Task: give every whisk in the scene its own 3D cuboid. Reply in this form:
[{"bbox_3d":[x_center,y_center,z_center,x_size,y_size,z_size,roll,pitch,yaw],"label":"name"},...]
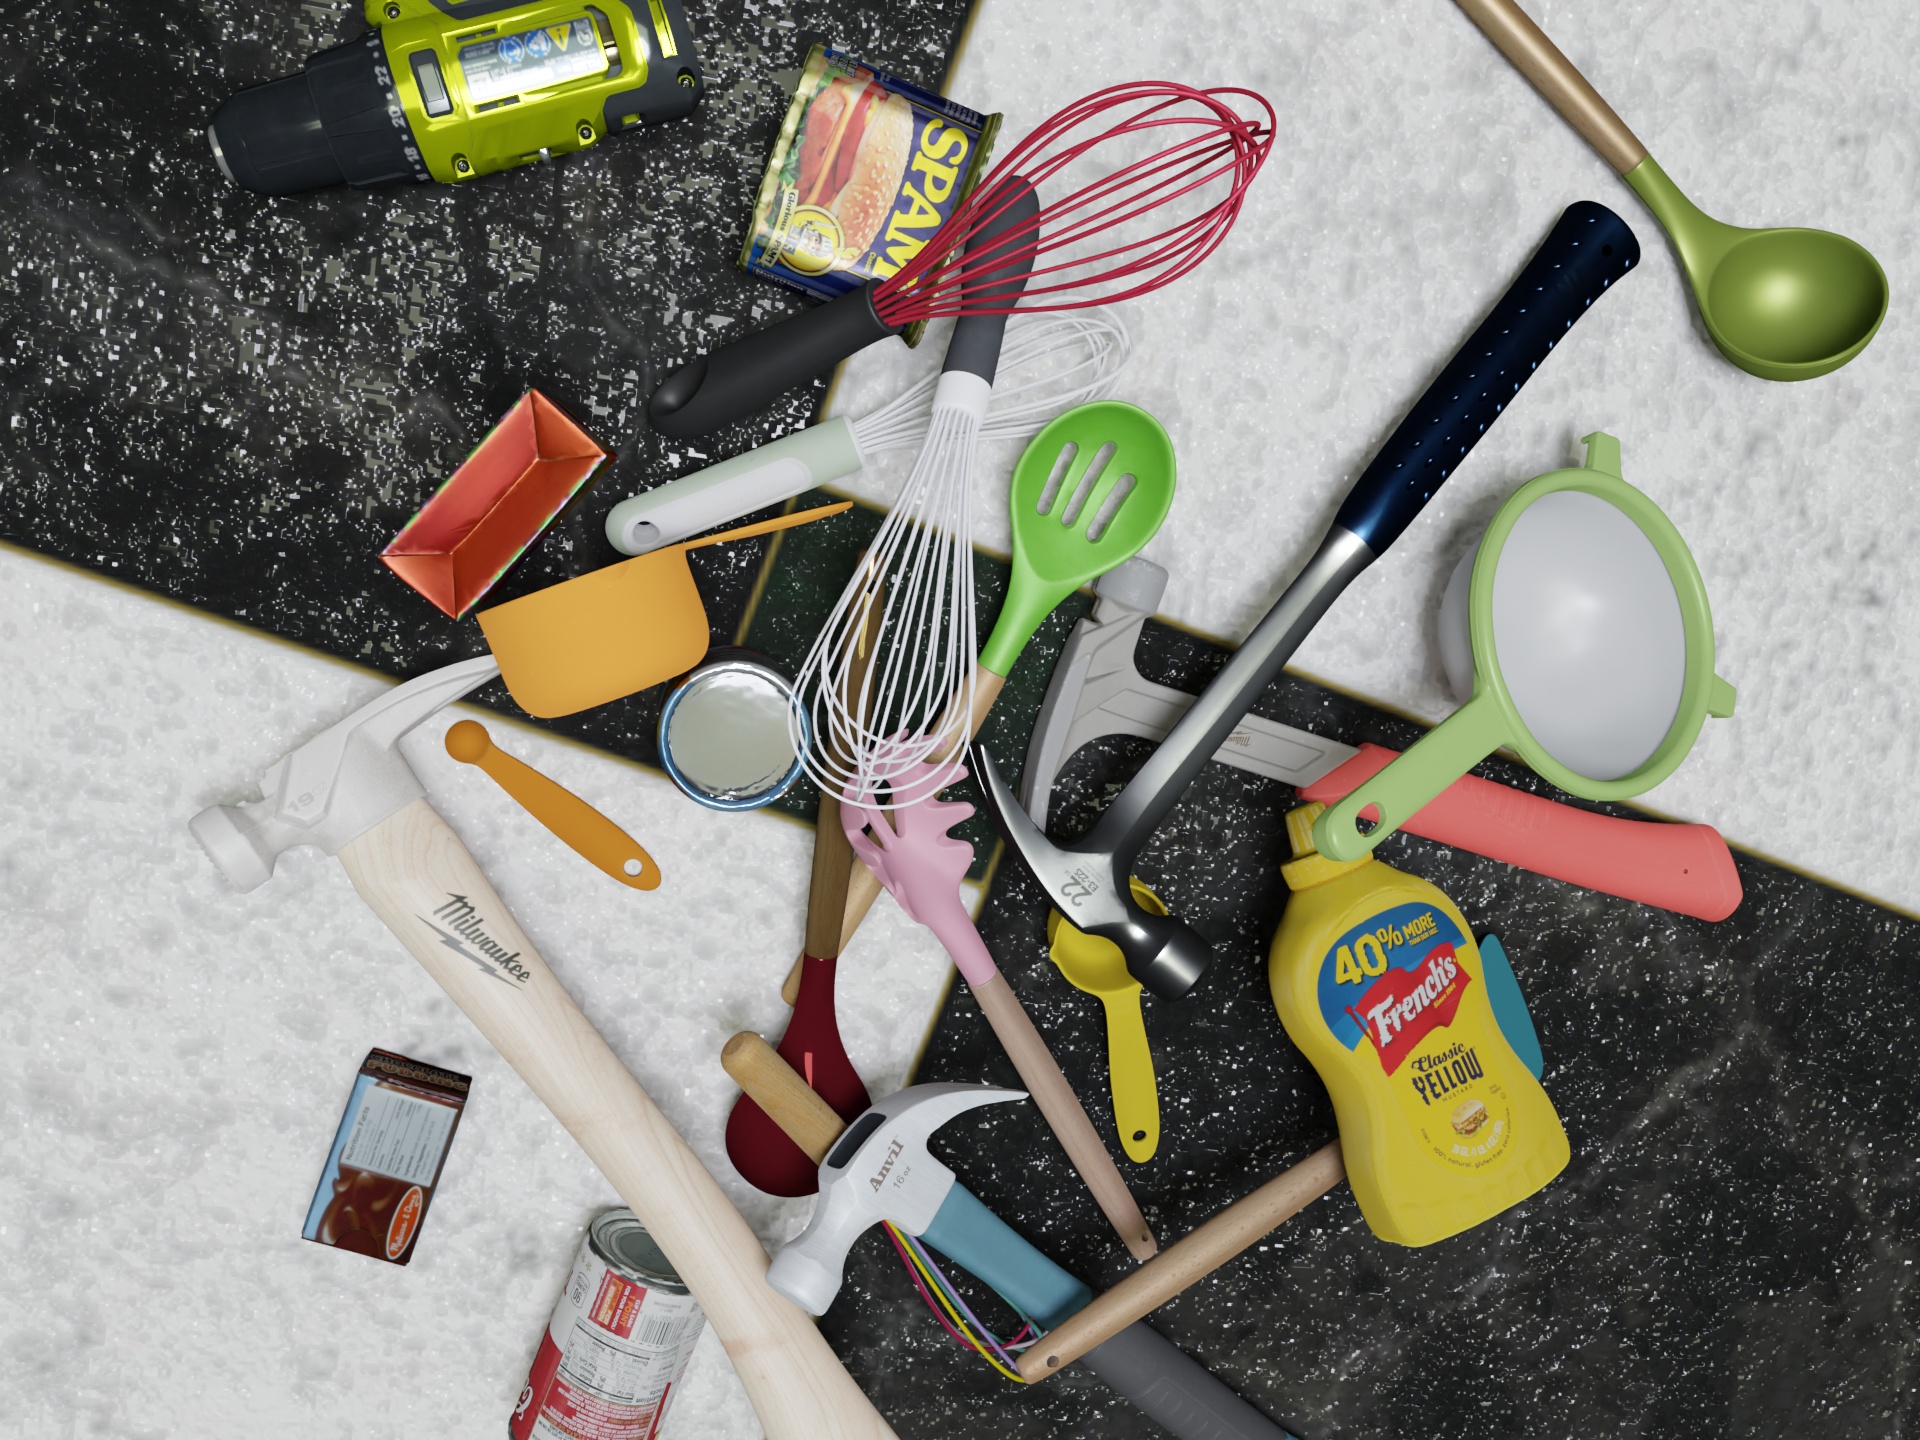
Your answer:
[{"bbox_3d":[-0.039,-0.124,0.695,0.246,0.059,0.057,-22,129,-1],"label":"whisk"},{"bbox_3d":[-0.014,-0.167,0.615,0.296,0.073,0.073,-17,104,32],"label":"whisk"},{"bbox_3d":[-0.008,-0.100,0.637,0.070,0.070,0.285,17,72,-11],"label":"whisk"},{"bbox_3d":[-0.028,0.224,0.731,0.047,0.051,0.244,-50,117,-24],"label":"whisk"}]

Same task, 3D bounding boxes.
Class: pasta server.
[{"bbox_3d":[0.027,0.137,0.721,0.060,0.040,0.316,-44,118,-32],"label":"pasta server"}]

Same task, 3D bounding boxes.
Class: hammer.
[{"bbox_3d":[0.165,-0.076,0.710,0.144,0.035,0.405,41,83,-10],"label":"hammer"},{"bbox_3d":[0.060,0.284,0.742,0.330,0.033,0.128,44,64,-25],"label":"hammer"},{"bbox_3d":[0.209,0.043,0.763,0.359,0.037,0.149,17,96,-11],"label":"hammer"},{"bbox_3d":[-0.139,0.167,0.680,0.146,0.038,0.410,-37,95,-22],"label":"hammer"}]

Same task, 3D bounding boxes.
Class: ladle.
[{"bbox_3d":[-0.058,0.079,0.707,0.069,0.031,0.315,4,106,-17],"label":"ladle"},{"bbox_3d":[0.295,-0.275,0.720,0.320,0.062,0.078,42,83,-10],"label":"ladle"}]

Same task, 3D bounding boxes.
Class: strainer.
[{"bbox_3d":[0.233,-0.010,0.716,0.256,0.069,0.151,-33,99,-25],"label":"strainer"}]

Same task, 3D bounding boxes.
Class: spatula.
[{"bbox_3d":[0.158,0.212,0.744,0.317,0.044,0.082,-28,103,-16],"label":"spatula"}]

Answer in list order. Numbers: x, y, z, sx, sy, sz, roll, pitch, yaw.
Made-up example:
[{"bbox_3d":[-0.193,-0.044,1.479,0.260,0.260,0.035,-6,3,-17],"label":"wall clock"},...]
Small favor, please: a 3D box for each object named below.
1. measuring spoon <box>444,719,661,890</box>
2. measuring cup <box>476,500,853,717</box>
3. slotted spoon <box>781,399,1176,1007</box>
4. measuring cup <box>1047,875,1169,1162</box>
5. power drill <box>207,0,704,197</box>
[{"bbox_3d":[-0.181,0.040,0.712,0.117,0.011,0.021,40,91,-12],"label":"measuring spoon"},{"bbox_3d":[-0.113,-0.049,0.674,0.173,0.095,0.052,-21,98,-28],"label":"measuring cup"},{"bbox_3d":[-0.001,-0.002,0.717,0.070,0.031,0.313,28,99,-13],"label":"slotted spoon"},{"bbox_3d":[0.076,0.143,0.768,0.062,0.029,0.156,-12,112,-7],"label":"measuring cup"},{"bbox_3d":[-0.222,-0.326,0.619,0.190,0.080,0.228,-17,103,-7],"label":"power drill"}]
